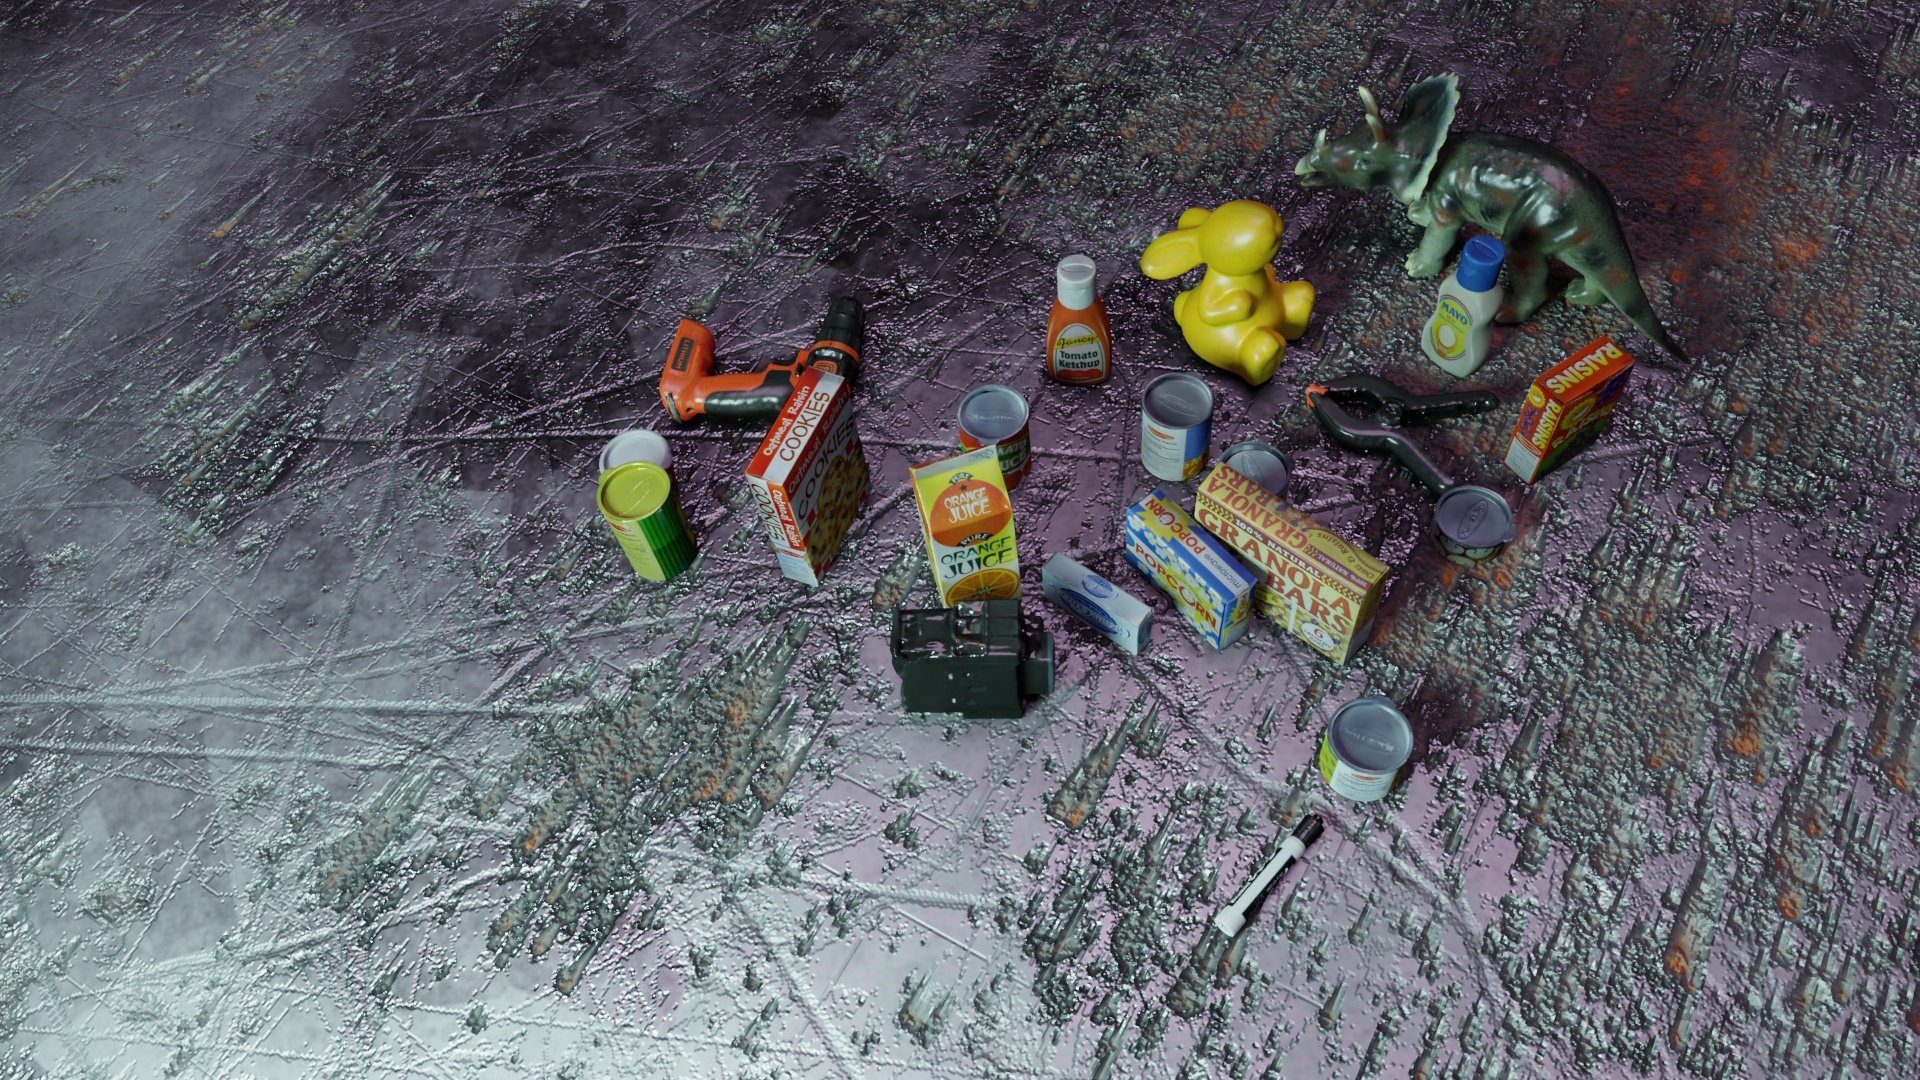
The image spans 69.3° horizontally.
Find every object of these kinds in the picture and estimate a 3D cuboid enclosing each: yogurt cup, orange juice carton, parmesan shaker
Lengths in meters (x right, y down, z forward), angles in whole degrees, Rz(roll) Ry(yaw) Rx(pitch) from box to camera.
[{"bbox_3d":[-0.307,-0.065,1.337,0.072,0.053,0.073,-3,57,4],"label":"yogurt cup"},{"bbox_3d":[0.004,-0.015,1.188,0.072,0.191,0.073,-16,57,-4],"label":"orange juice carton"},{"bbox_3d":[-0.288,-0.018,1.275,0.071,0.102,0.071,-3,57,4],"label":"parmesan shaker"}]

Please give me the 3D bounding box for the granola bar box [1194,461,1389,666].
[{"bbox_3d":[0.273,0.021,1.177,0.166,0.123,0.039,36,68,25],"label":"granola bar box"}]

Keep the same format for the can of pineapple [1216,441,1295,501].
[{"bbox_3d":[0.266,-0.047,1.261,0.071,0.057,0.071,-3,57,4],"label":"can of pineapple"}]

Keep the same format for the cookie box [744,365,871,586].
[{"bbox_3d":[-0.133,-0.055,1.245,0.040,0.166,0.123,17,61,16],"label":"cookie box"}]

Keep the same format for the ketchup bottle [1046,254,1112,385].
[{"bbox_3d":[0.113,-0.210,1.330,0.065,0.148,0.044,0,57,6],"label":"ketchup bottle"}]

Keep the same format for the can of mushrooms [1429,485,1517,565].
[{"bbox_3d":[0.455,-0.012,1.233,0.071,0.033,0.071,-3,57,4],"label":"can of mushrooms"}]

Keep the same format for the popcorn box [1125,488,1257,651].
[{"bbox_3d":[0.198,0.026,1.205,0.038,0.084,0.127,-34,60,-15],"label":"popcorn box"}]

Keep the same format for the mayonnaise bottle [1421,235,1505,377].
[{"bbox_3d":[0.474,-0.220,1.298,0.041,0.147,0.065,-33,60,-15],"label":"mayonnaise bottle"}]

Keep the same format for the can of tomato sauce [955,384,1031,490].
[{"bbox_3d":[0.033,-0.093,1.302,0.071,0.082,0.071,-3,57,4],"label":"can of tomato sauce"}]

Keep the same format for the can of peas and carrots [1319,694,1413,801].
[{"bbox_3d":[0.325,0.166,1.115,0.071,0.058,0.071,-3,57,4],"label":"can of peas and carrots"}]

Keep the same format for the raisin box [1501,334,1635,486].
[{"bbox_3d":[0.539,-0.114,1.237,0.086,0.122,0.040,-30,59,-13],"label":"raisin box"}]

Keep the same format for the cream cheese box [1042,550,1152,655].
[{"bbox_3d":[0.120,0.055,1.214,0.104,0.053,0.024,32,66,24],"label":"cream cheese box"}]

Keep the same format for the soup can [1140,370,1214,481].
[{"bbox_3d":[0.202,-0.107,1.292,0.071,0.083,0.072,-3,57,4],"label":"soup can"}]
